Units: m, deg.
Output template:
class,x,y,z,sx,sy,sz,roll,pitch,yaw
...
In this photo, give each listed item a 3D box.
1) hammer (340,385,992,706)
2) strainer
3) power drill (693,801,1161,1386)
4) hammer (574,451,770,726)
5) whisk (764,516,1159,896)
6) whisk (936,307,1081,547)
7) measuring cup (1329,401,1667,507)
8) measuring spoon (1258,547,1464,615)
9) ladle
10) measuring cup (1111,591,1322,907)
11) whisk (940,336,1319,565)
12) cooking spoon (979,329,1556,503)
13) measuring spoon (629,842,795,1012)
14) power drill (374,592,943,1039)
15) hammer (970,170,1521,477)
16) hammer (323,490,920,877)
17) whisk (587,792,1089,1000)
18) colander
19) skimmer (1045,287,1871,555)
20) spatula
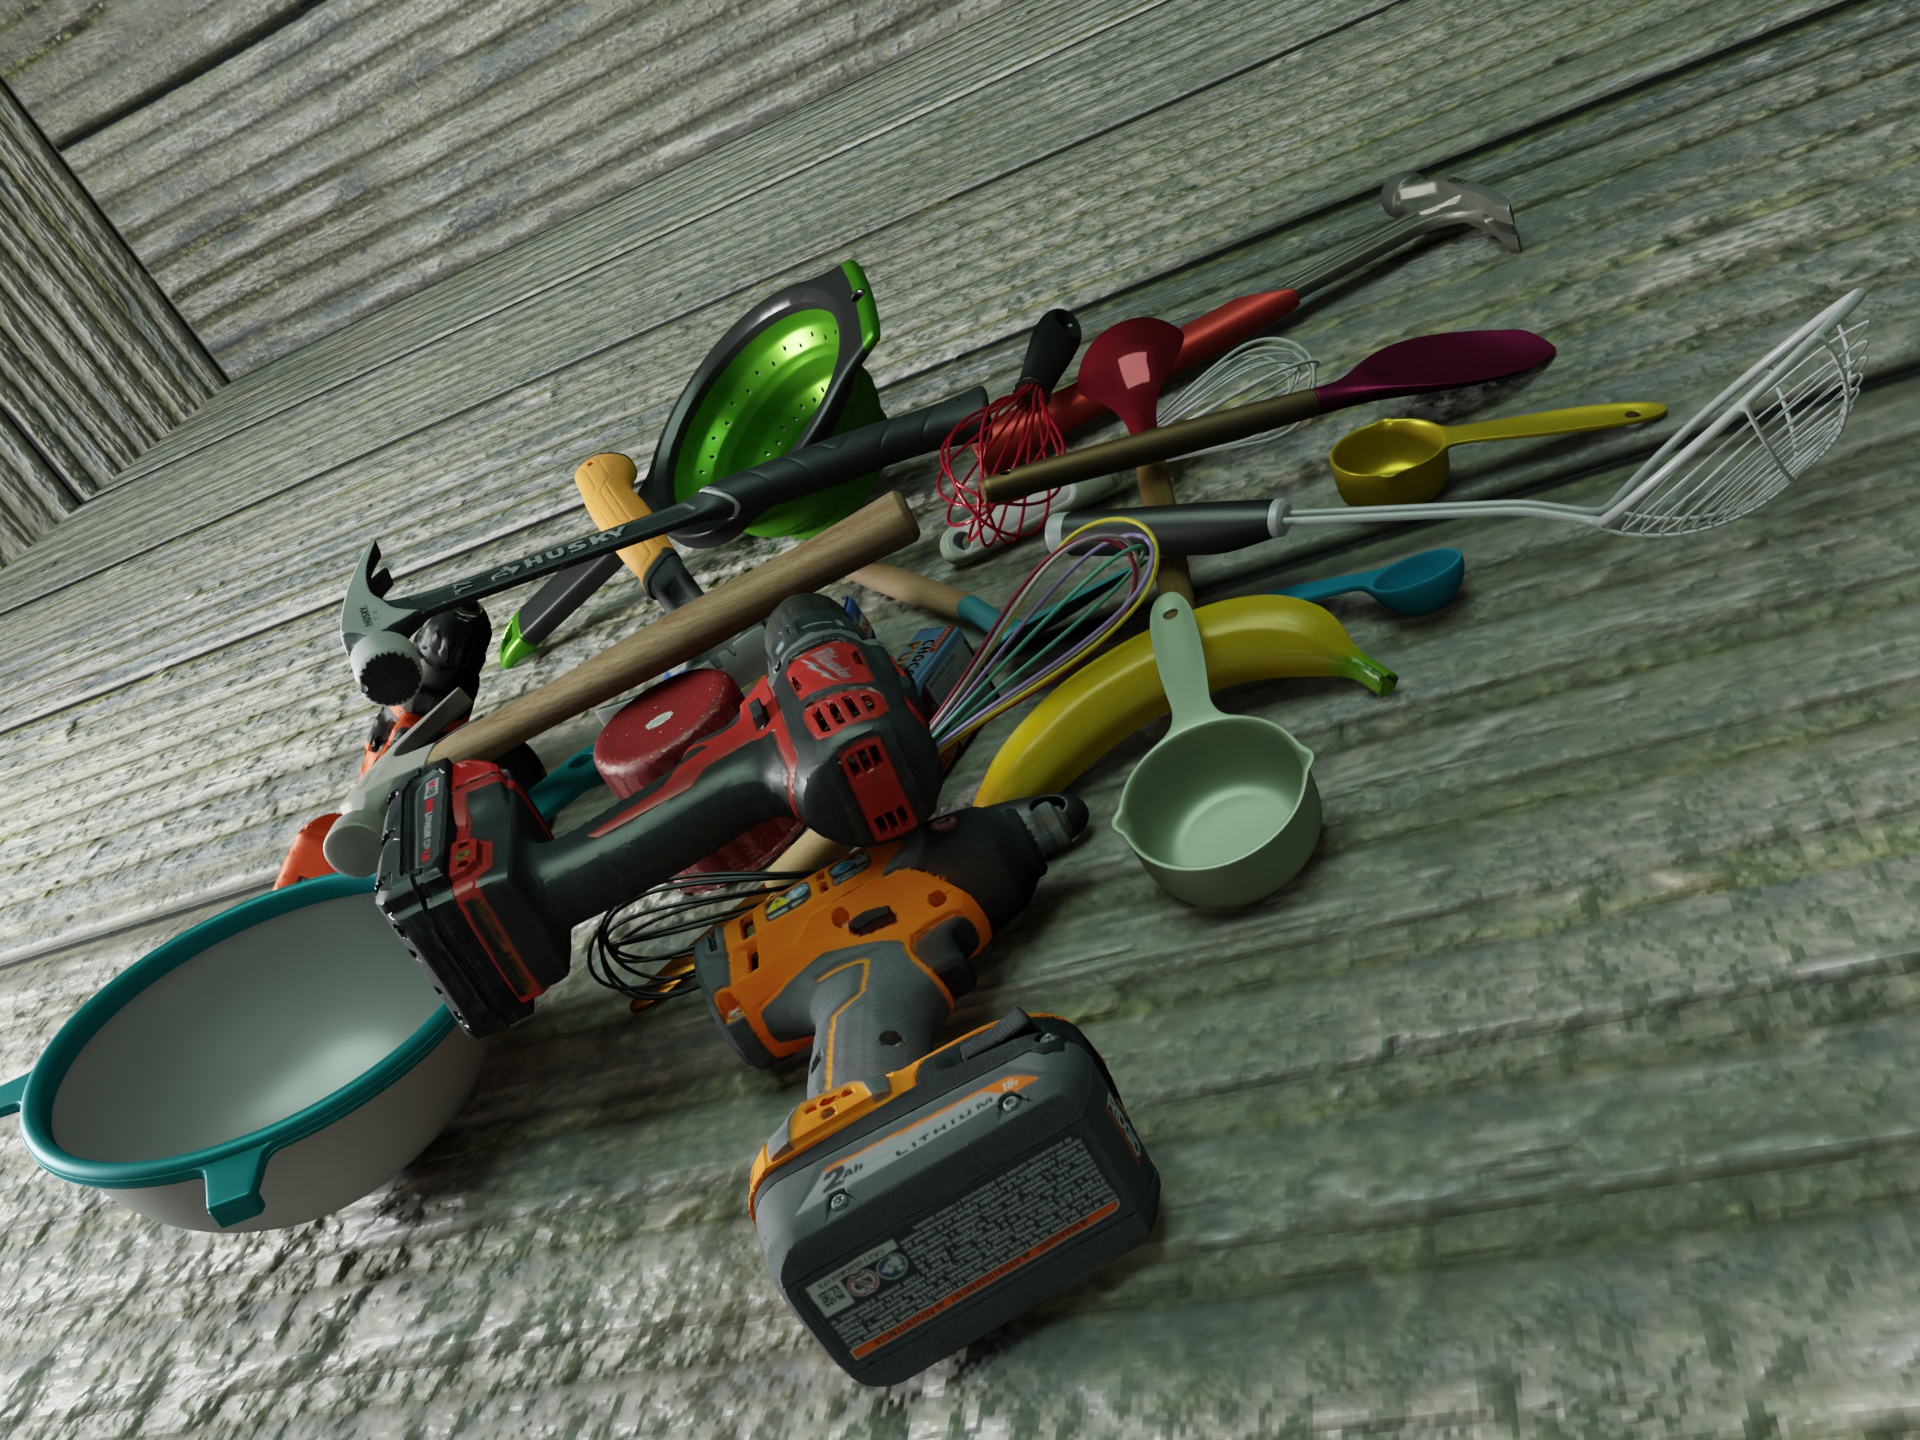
class,x,y,z,sx,sy,sz,roll,pitch,yaw
hammer,-0.164,-0.123,0.942,0.409,0.036,0.149,-22,36,-15
strainer,-0.271,0.132,0.777,0.211,0.095,0.340,4,32,32
power drill,-0.009,0.110,0.582,0.164,0.084,0.227,-30,25,-1
hammer,-0.199,-0.096,0.997,0.127,0.034,0.337,-33,36,-6
whisk,-0.002,-0.004,0.739,0.245,0.047,0.051,-44,-2,9
whisk,0.039,-0.186,0.953,0.073,0.073,0.296,-16,29,23
measuring cup,0.262,-0.130,0.779,0.156,0.029,0.062,-6,35,16
measuring spoon,0.177,-0.054,0.740,0.128,0.021,0.042,-9,23,48
ladle,0.102,-0.129,0.850,0.069,0.031,0.316,-23,42,19
measuring cup,0.102,0.008,0.658,0.083,0.038,0.168,-21,39,15
whisk,0.096,-0.152,0.933,0.246,0.058,0.059,-26,-6,15
cooking spoon,0.163,-0.161,0.840,0.319,0.017,0.069,-16,35,-7
measuring spoon,-0.114,0.097,0.761,0.117,0.011,0.021,-42,31,-21
power drill,-0.127,0.023,0.691,0.226,0.080,0.188,-25,29,-3
hammer,0.171,-0.251,1.027,0.359,0.036,0.149,-28,29,3
hammer,-0.171,-0.030,0.822,0.331,0.031,0.130,-28,23,5
whisk,-0.057,0.075,0.710,0.239,0.055,0.055,-18,31,10
colander,-0.175,-0.147,1.132,0.397,0.094,0.205,-38,42,22
skimmer,0.199,-0.123,0.712,0.363,0.090,0.127,0,19,31
spatula,-0.010,-0.079,0.912,0.082,0.044,0.318,-29,26,-21
